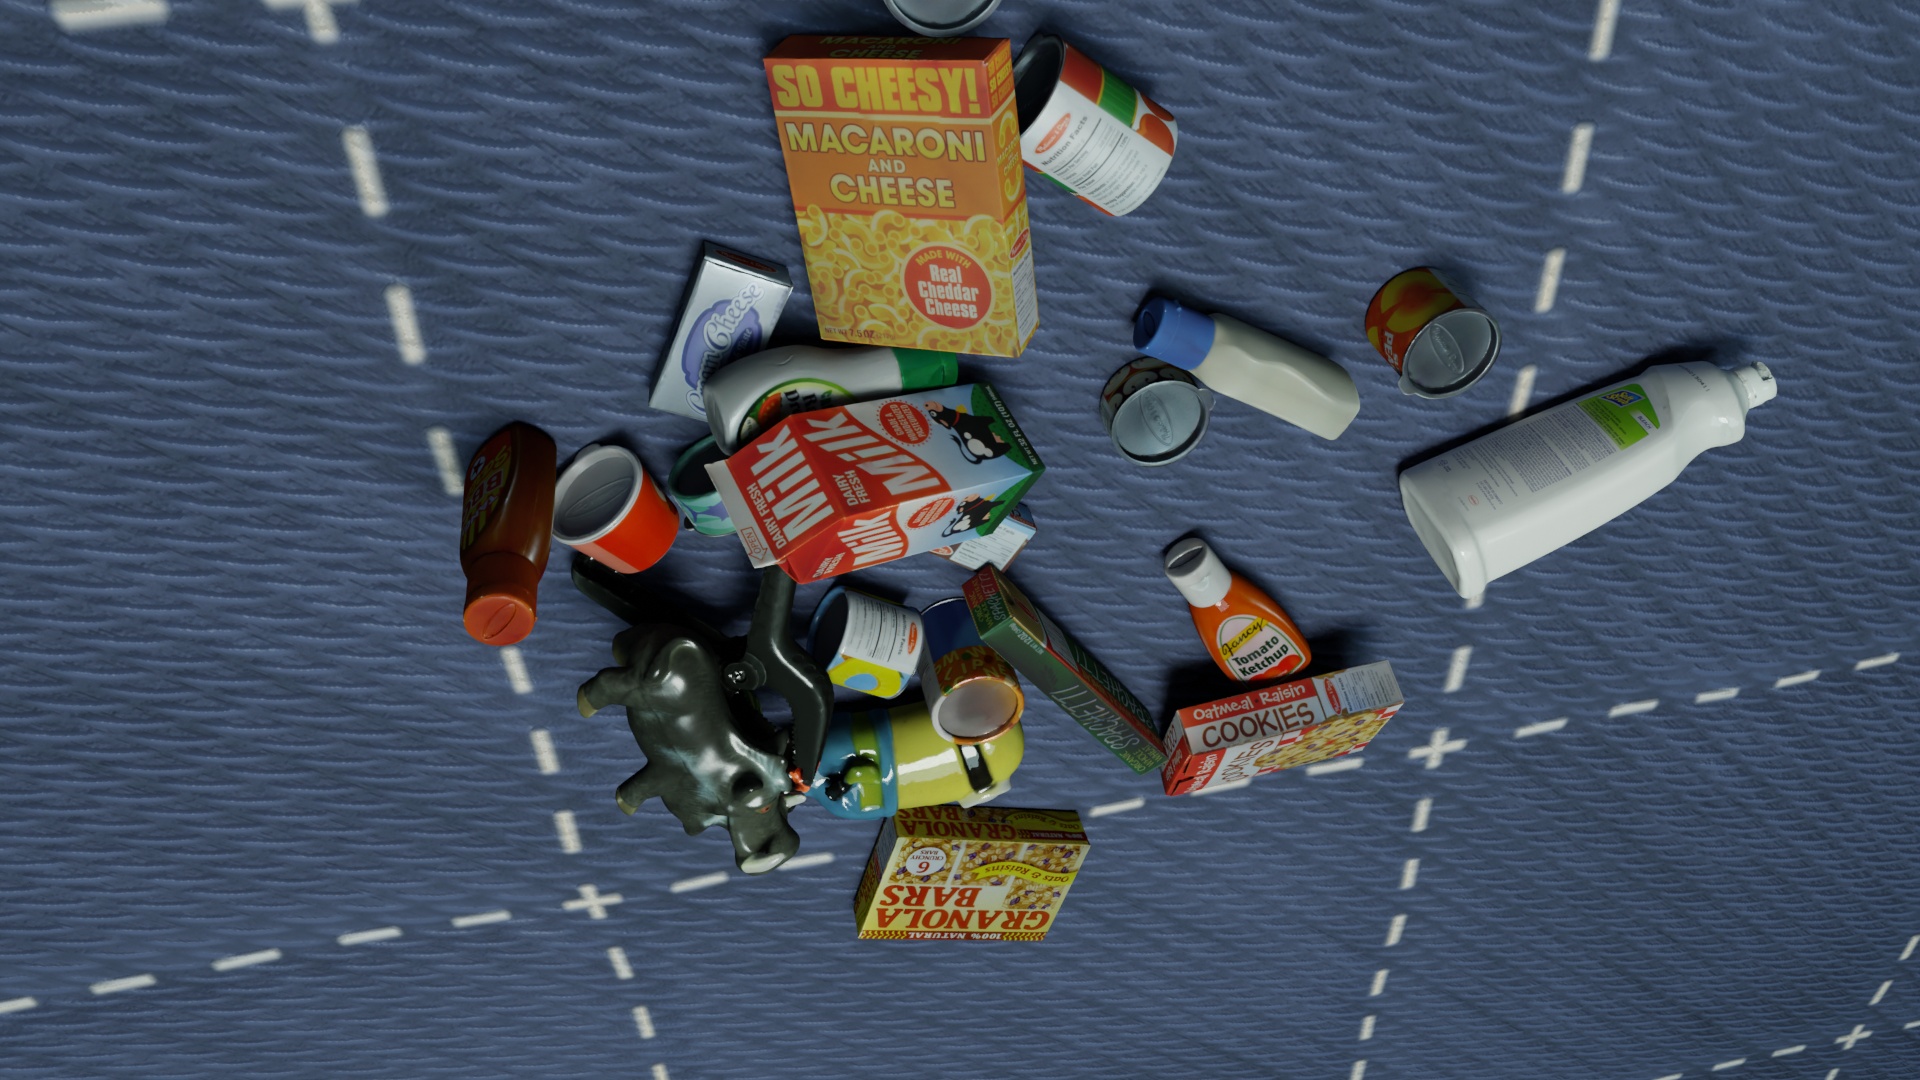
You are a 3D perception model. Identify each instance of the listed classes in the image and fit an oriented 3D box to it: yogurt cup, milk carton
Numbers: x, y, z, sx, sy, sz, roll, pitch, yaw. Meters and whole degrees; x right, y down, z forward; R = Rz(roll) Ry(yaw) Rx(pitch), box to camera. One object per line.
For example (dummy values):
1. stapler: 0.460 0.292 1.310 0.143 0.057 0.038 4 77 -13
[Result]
1. yogurt cup: -0.208 -0.016 0.842 0.072 0.073 0.053 -30 141 9
2. milk carton: -0.052 -0.032 0.809 0.191 0.072 0.073 -14 154 -38

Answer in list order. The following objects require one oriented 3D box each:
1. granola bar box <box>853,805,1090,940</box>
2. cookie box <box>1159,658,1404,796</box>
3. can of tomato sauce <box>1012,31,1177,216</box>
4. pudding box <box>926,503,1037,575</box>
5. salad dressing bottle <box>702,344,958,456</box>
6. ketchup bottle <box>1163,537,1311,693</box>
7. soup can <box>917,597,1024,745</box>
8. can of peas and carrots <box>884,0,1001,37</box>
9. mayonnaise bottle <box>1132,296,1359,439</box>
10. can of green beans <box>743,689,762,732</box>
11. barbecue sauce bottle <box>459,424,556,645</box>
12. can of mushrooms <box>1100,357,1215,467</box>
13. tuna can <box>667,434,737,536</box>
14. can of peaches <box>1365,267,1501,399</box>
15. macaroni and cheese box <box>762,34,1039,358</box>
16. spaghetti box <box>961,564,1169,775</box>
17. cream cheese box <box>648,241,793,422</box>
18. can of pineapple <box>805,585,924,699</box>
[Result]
1. granola bar box: 0.007 0.274 1.140 0.166 0.039 0.123 7 124 -20
2. cookie box: 0.242 0.148 1.074 0.168 0.040 0.122 -13 156 -6
3. can of tomato sauce: 0.066 -0.226 0.756 0.083 0.071 0.071 23 118 -29
4. pudding box: 0.003 -0.012 0.925 0.084 0.030 0.049 23 120 -29
5. salad dressing bottle: -0.074 -0.091 0.816 0.148 0.044 0.064 -18 140 -20
6. ketchup bottle: 0.199 0.054 1.020 0.064 0.044 0.148 -33 127 15
7. soup can: 0.006 0.090 0.969 0.071 0.084 0.071 -8 128 -10
8. can of peas and carrots: -0.015 -0.292 0.686 0.071 0.059 0.070 -7 127 -9
9. mayonnaise bottle: 0.180 -0.112 0.877 0.148 0.065 0.041 18 124 -22
10. can of green beans: -0.170 0.143 0.979 0.071 0.058 0.071 -7 128 -10
11. barbecue sauce bottle: -0.257 -0.002 0.785 0.043 0.149 0.064 32 114 -33
12. can of mushrooms: 0.127 -0.084 0.900 0.071 0.033 0.070 -7 128 -9
13. tuna can: -0.144 -0.035 0.843 0.071 0.071 0.032 -25 128 5
14. can of peaches: 0.301 -0.133 0.894 0.071 0.058 0.070 -8 129 -9
15. macaroni and cheese box: -0.028 -0.183 0.743 0.124 0.040 0.165 8 131 20
16. spaghetti box: 0.081 0.100 0.998 0.028 0.050 0.249 -33 136 14
17. cream cheese box: -0.141 -0.117 0.808 0.053 0.024 0.103 14 122 -24
18. can of pineapple: -0.067 0.070 0.946 0.058 0.071 0.070 20 119 -27
